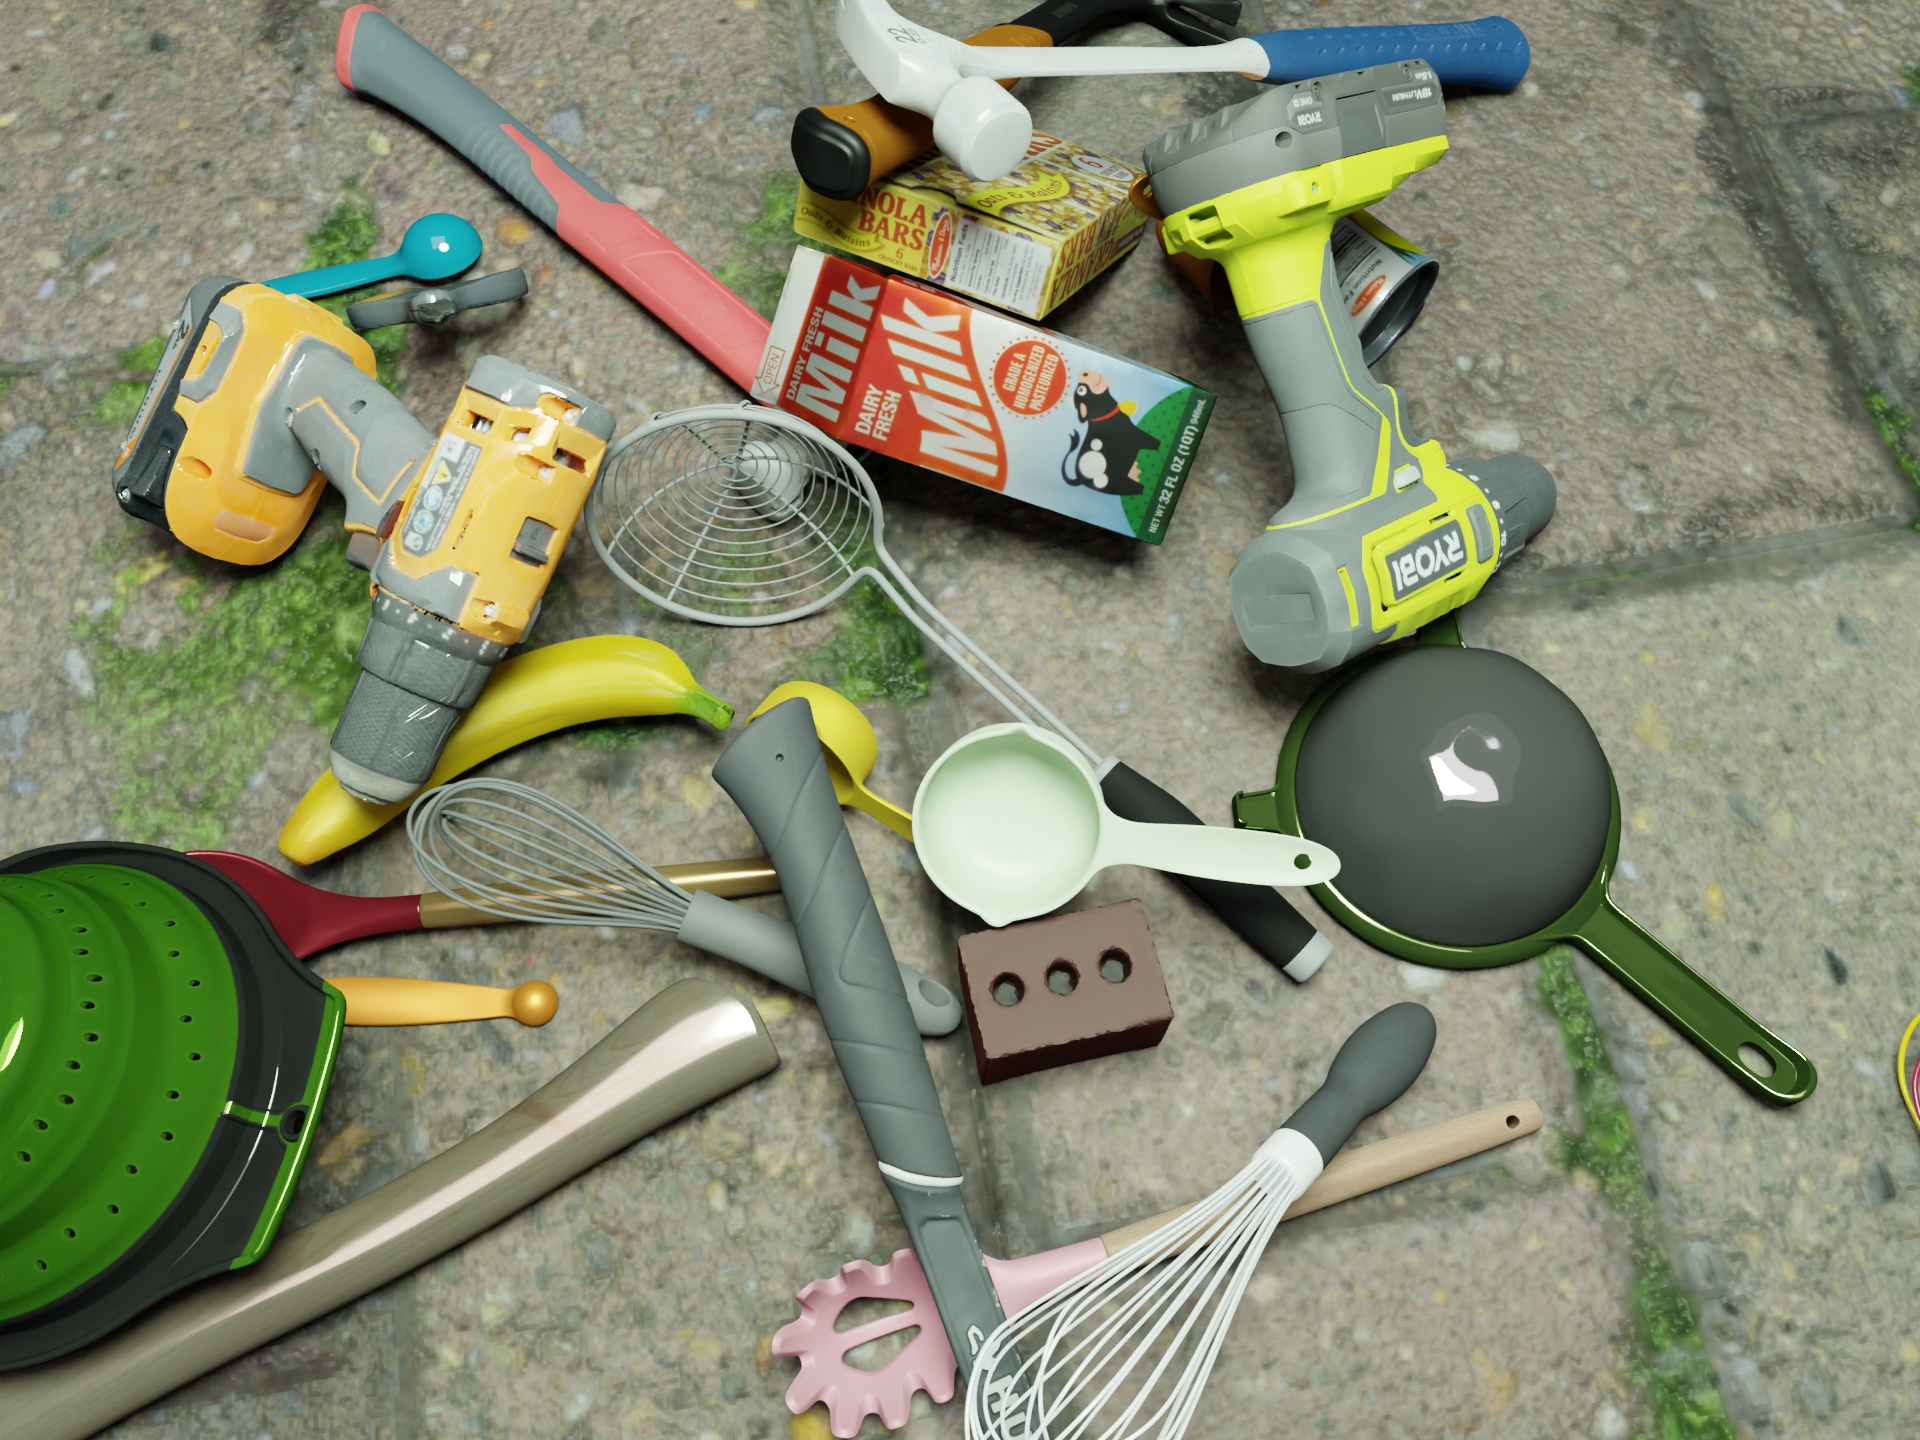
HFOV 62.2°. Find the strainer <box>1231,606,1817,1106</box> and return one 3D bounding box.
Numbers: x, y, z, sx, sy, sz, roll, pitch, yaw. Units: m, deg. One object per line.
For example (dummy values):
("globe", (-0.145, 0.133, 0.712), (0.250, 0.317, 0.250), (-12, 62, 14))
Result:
("strainer", (0.250, 0.059, 0.657), (0.151, 0.069, 0.256), (-42, 71, -15))

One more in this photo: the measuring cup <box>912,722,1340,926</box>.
("measuring cup", (0.065, 0.044, 0.635), (0.167, 0.038, 0.083), (7, 101, 4))

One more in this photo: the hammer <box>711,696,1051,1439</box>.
("hammer", (-0.002, 0.183, 0.580), (0.149, 0.036, 0.409), (-18, 79, -13))

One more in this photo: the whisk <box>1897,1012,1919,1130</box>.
("whisk", (0.414, 0.228, 0.605), (0.047, 0.051, 0.245), (-14, 70, 17))

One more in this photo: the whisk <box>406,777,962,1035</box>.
("whisk", (-0.111, 0.081, 0.649), (0.239, 0.055, 0.055), (22, 68, -5))

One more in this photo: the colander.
("colander", (-0.439, 0.120, 0.597), (0.397, 0.094, 0.205), (4, 64, 12))

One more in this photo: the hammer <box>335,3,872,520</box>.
("hammer", (-0.176, -0.264, 0.817), (0.386, 0.038, 0.143), (41, 72, 16))

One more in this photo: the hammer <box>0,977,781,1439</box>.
("hammer", (-0.255, 0.224, 0.612), (0.410, 0.038, 0.146), (-27, 71, -10))

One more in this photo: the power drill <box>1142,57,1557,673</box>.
("power drill", (0.176, -0.152, 0.682), (0.190, 0.080, 0.228), (-25, 104, -35))

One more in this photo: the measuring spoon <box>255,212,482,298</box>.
("measuring spoon", (-0.310, -0.236, 0.811), (0.128, 0.021, 0.042), (-14, 51, -3))

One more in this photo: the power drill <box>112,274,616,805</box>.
("power drill", (-0.265, -0.083, 0.682), (0.226, 0.084, 0.185), (25, 91, 29))

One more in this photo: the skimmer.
("skimmer", (-0.001, -0.002, 0.675), (0.363, 0.127, 0.090), (42, 45, 9))

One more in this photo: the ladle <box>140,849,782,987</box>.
("ladle", (-0.203, 0.077, 0.679), (0.315, 0.031, 0.069), (-5, 62, -4))

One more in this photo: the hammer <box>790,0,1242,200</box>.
("hammer", (0.025, -0.314, 0.762), (0.127, 0.034, 0.337), (27, 44, 11))

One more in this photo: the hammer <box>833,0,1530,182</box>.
("hammer", (0.125, -0.314, 0.746), (0.405, 0.035, 0.144), (-17, 55, -34))

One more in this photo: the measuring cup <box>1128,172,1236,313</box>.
("measuring cup", (0.112, -0.250, 0.749), (0.173, 0.095, 0.052), (-9, 53, -52))

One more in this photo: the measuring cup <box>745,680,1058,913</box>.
("measuring cup", (-0.020, 0.033, 0.688), (0.156, 0.062, 0.029), (31, 60, 2))

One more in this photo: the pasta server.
("pasta server", (0.083, 0.200, 0.617), (0.316, 0.040, 0.060), (-16, 79, -7))

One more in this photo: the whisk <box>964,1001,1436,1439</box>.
("whisk", (0.099, 0.177, 0.570), (0.070, 0.070, 0.284), (43, 47, 17))

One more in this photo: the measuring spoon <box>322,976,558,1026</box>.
("measuring spoon", (-0.228, 0.118, 0.669), (0.117, 0.011, 0.021), (1, 67, 1))
